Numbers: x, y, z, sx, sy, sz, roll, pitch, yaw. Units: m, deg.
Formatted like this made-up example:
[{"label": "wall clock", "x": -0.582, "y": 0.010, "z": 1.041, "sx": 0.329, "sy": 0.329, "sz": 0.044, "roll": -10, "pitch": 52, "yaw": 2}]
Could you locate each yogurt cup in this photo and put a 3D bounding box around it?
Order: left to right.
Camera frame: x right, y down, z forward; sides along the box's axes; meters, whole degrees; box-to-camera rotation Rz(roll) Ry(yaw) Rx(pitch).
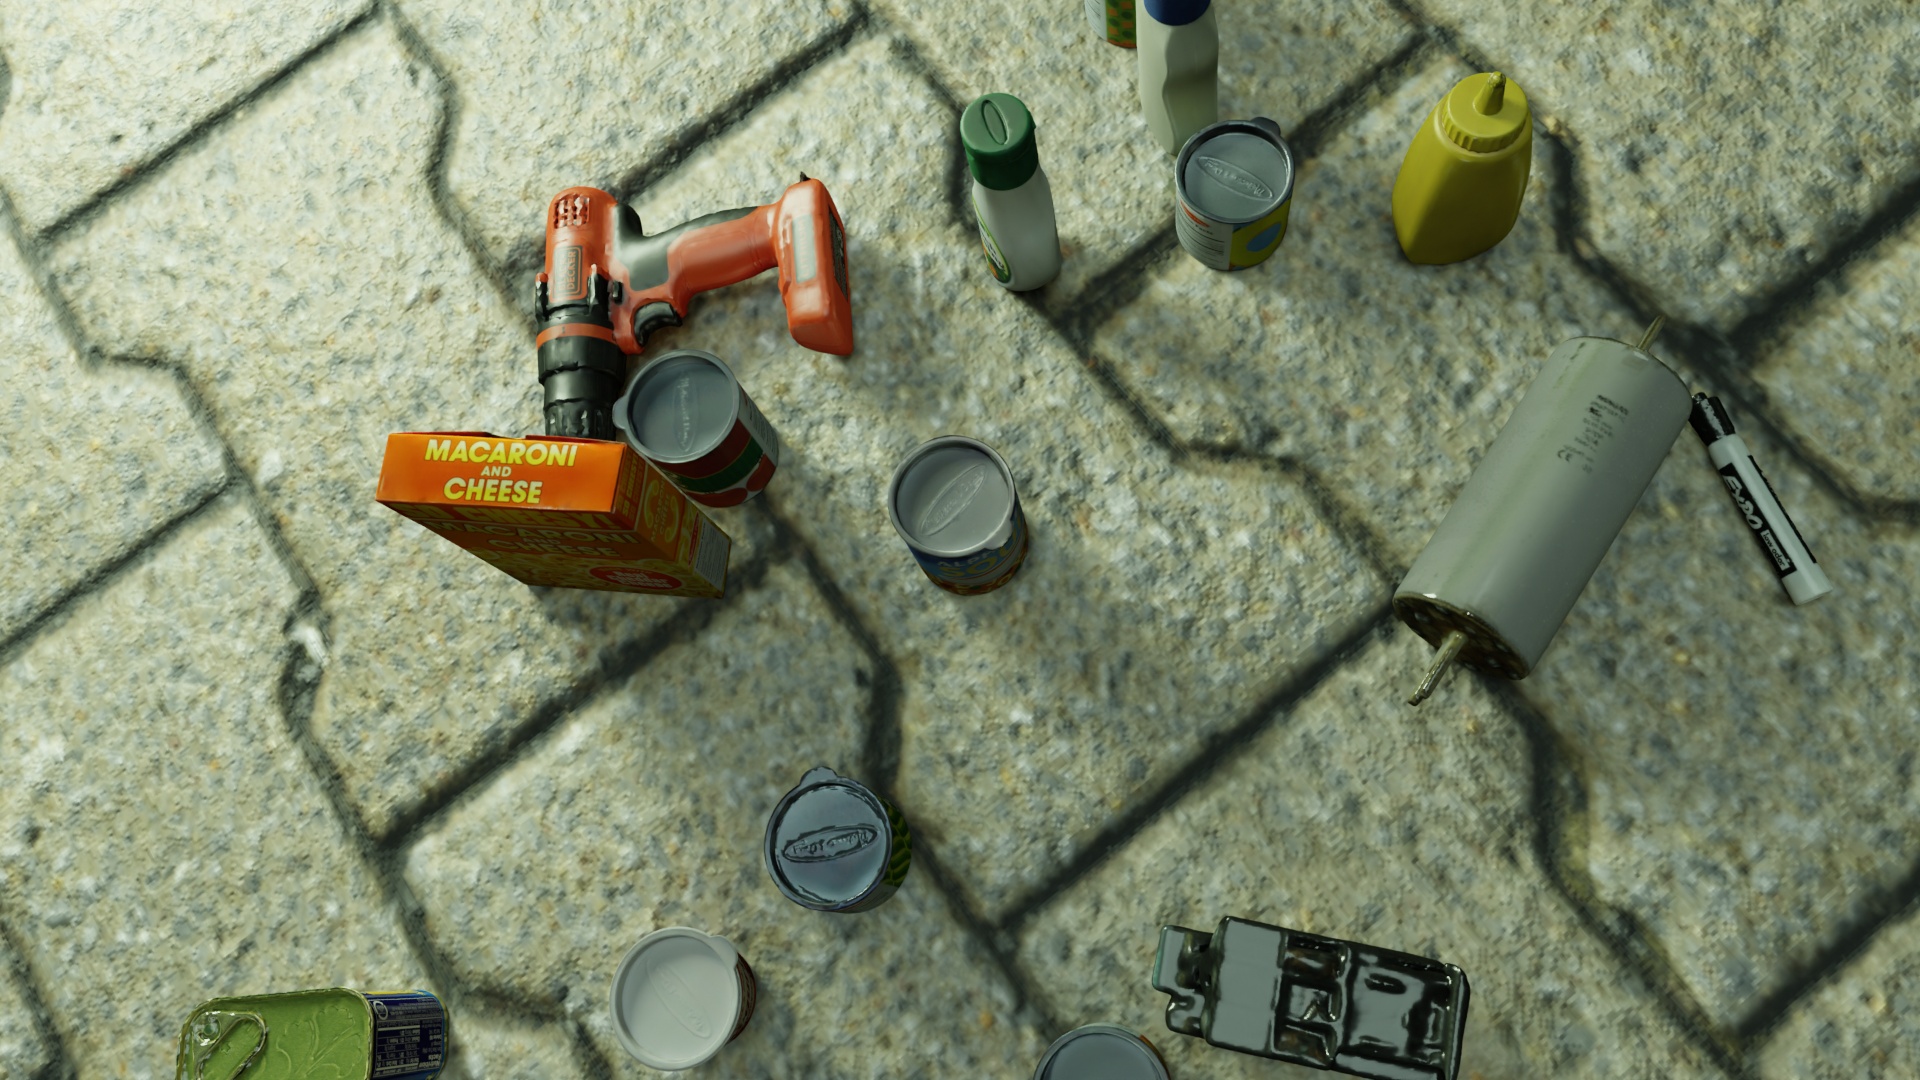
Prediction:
[{"label": "yogurt cup", "x": -0.138, "y": 0.233, "z": 0.708, "sx": 0.072, "sy": 0.054, "sz": 0.072, "roll": -2, "pitch": 73, "yaw": 8}]

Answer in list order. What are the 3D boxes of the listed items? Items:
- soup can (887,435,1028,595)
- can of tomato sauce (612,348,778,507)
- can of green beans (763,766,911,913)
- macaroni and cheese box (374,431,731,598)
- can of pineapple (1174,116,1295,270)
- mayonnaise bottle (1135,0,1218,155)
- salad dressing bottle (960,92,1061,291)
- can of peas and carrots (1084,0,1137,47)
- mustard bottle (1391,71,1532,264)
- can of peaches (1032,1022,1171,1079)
[{"label": "soup can", "x": 0.003, "y": -0.009, "z": 0.747, "sx": 0.071, "sy": 0.083, "sz": 0.071, "roll": -2, "pitch": 73, "yaw": 8}, {"label": "can of tomato sauce", "x": -0.147, "y": -0.060, "z": 0.785, "sx": 0.071, "sy": 0.083, "sz": 0.071, "roll": -2, "pitch": 73, "yaw": 8}, {"label": "can of green beans", "x": -0.062, "y": 0.158, "z": 0.718, "sx": 0.071, "sy": 0.057, "sz": 0.071, "roll": -2, "pitch": 73, "yaw": 8}, {"label": "macaroni and cheese box", "x": -0.207, "y": -0.011, "z": 0.734, "sx": 0.124, "sy": 0.166, "sz": 0.040, "roll": 3, "pitch": 74, "yaw": 9}, {"label": "can of pineapple", "x": 0.158, "y": -0.198, "z": 0.796, "sx": 0.071, "sy": 0.057, "sz": 0.071, "roll": -2, "pitch": 73, "yaw": 8}, {"label": "mayonnaise bottle", "x": 0.122, "y": -0.281, "z": 0.780, "sx": 0.041, "sy": 0.147, "sz": 0.065, "roll": -20, "pitch": 72, "yaw": 2}, {"label": "salad dressing bottle", "x": 0.028, "y": -0.190, "z": 0.766, "sx": 0.044, "sy": 0.147, "sz": 0.064, "roll": -20, "pitch": 72, "yaw": 2}, {"label": "can of peas and carrots", "x": 0.110, "y": -0.346, "z": 0.849, "sx": 0.071, "sy": 0.058, "sz": 0.071, "roll": -2, "pitch": 73, "yaw": 8}, {"label": "mustard bottle", "x": 0.267, "y": -0.200, "z": 0.727, "sx": 0.065, "sy": 0.160, "sz": 0.049, "roll": -10, "pitch": 72, "yaw": 5}, {"label": "can of peaches", "x": 0.069, "y": 0.268, "z": 0.665, "sx": 0.071, "sy": 0.058, "sz": 0.071, "roll": -2, "pitch": 73, "yaw": 8}]
